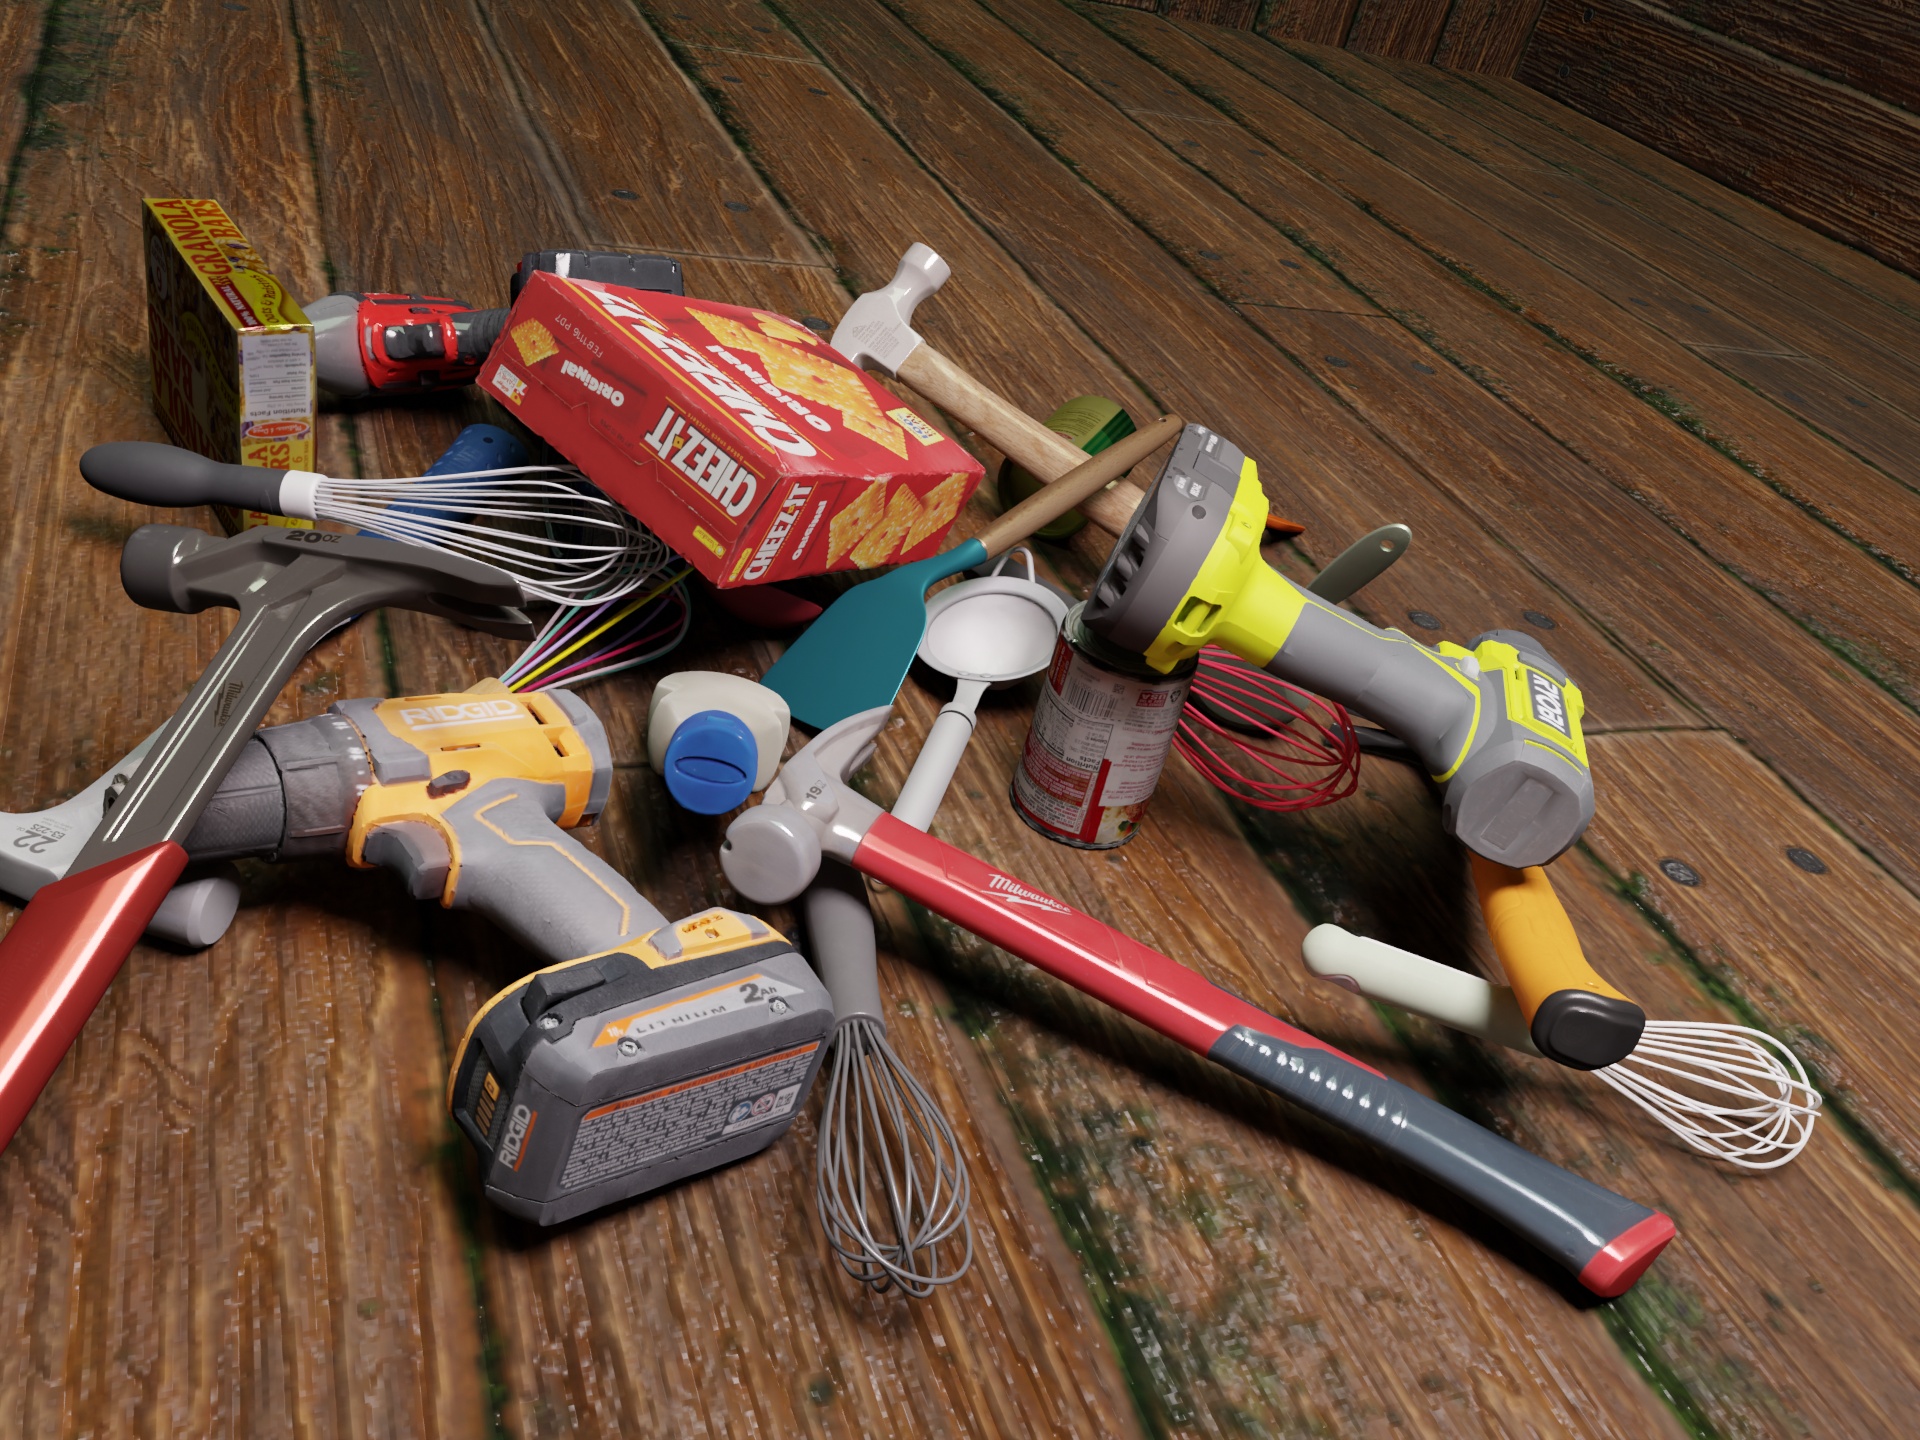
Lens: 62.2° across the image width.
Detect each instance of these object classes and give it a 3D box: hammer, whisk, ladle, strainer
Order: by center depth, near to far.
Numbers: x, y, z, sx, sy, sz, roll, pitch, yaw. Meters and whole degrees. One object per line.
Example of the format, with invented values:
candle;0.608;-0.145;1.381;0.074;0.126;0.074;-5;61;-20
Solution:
hammer;-0.261;0.078;0.468;0.149;0.036;0.359;9;52;9
whisk;-0.036;0.118;0.603;0.055;0.055;0.239;5;30;-15
hammer;0.099;0.111;0.644;0.386;0.038;0.143;27;26;7
whisk;0.255;0.132;0.669;0.246;0.058;0.059;20;72;-10
hammer;0.244;0.063;0.735;0.127;0.034;0.337;19;19;3
hammer;-0.309;-0.049;0.743;0.144;0.035;0.406;17;33;1
whisk;-0.202;-0.018;0.745;0.047;0.051;0.245;8;32;28
whisk;-0.277;-0.102;0.748;0.284;0.070;0.070;9;33;2
strainer;-0.001;-0.003;0.798;0.087;0.050;0.259;8;38;14
whisk;0.094;-0.032;0.845;0.073;0.073;0.296;-13;33;-36
ladle;-0.188;-0.129;0.913;0.316;0.031;0.069;38;8;34
hammer;0.054;-0.155;0.961;0.331;0.130;0.031;38;-5;16

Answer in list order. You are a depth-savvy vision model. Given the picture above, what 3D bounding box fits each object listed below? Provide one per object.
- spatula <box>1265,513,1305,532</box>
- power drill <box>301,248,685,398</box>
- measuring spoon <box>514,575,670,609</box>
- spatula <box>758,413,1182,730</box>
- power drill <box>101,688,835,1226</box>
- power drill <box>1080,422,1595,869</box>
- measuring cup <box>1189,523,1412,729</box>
spatula;0.156;-0.082;0.995;0.081;0.041;0.323;23;38;9
power drill;-0.274;-0.216;0.898;0.220;0.078;0.143;4;14;27
measuring spoon;-0.206;-0.062;0.828;0.124;0.018;0.034;-8;40;-42
spatula;0.025;-0.093;0.862;0.082;0.044;0.317;22;44;36
power drill;-0.175;0.068;0.564;0.185;0.084;0.226;-7;39;-45
power drill;0.177;-0.039;0.724;0.223;0.080;0.171;30;30;0
measuring cup;0.176;-0.047;0.830;0.083;0.167;0.038;35;54;-6
